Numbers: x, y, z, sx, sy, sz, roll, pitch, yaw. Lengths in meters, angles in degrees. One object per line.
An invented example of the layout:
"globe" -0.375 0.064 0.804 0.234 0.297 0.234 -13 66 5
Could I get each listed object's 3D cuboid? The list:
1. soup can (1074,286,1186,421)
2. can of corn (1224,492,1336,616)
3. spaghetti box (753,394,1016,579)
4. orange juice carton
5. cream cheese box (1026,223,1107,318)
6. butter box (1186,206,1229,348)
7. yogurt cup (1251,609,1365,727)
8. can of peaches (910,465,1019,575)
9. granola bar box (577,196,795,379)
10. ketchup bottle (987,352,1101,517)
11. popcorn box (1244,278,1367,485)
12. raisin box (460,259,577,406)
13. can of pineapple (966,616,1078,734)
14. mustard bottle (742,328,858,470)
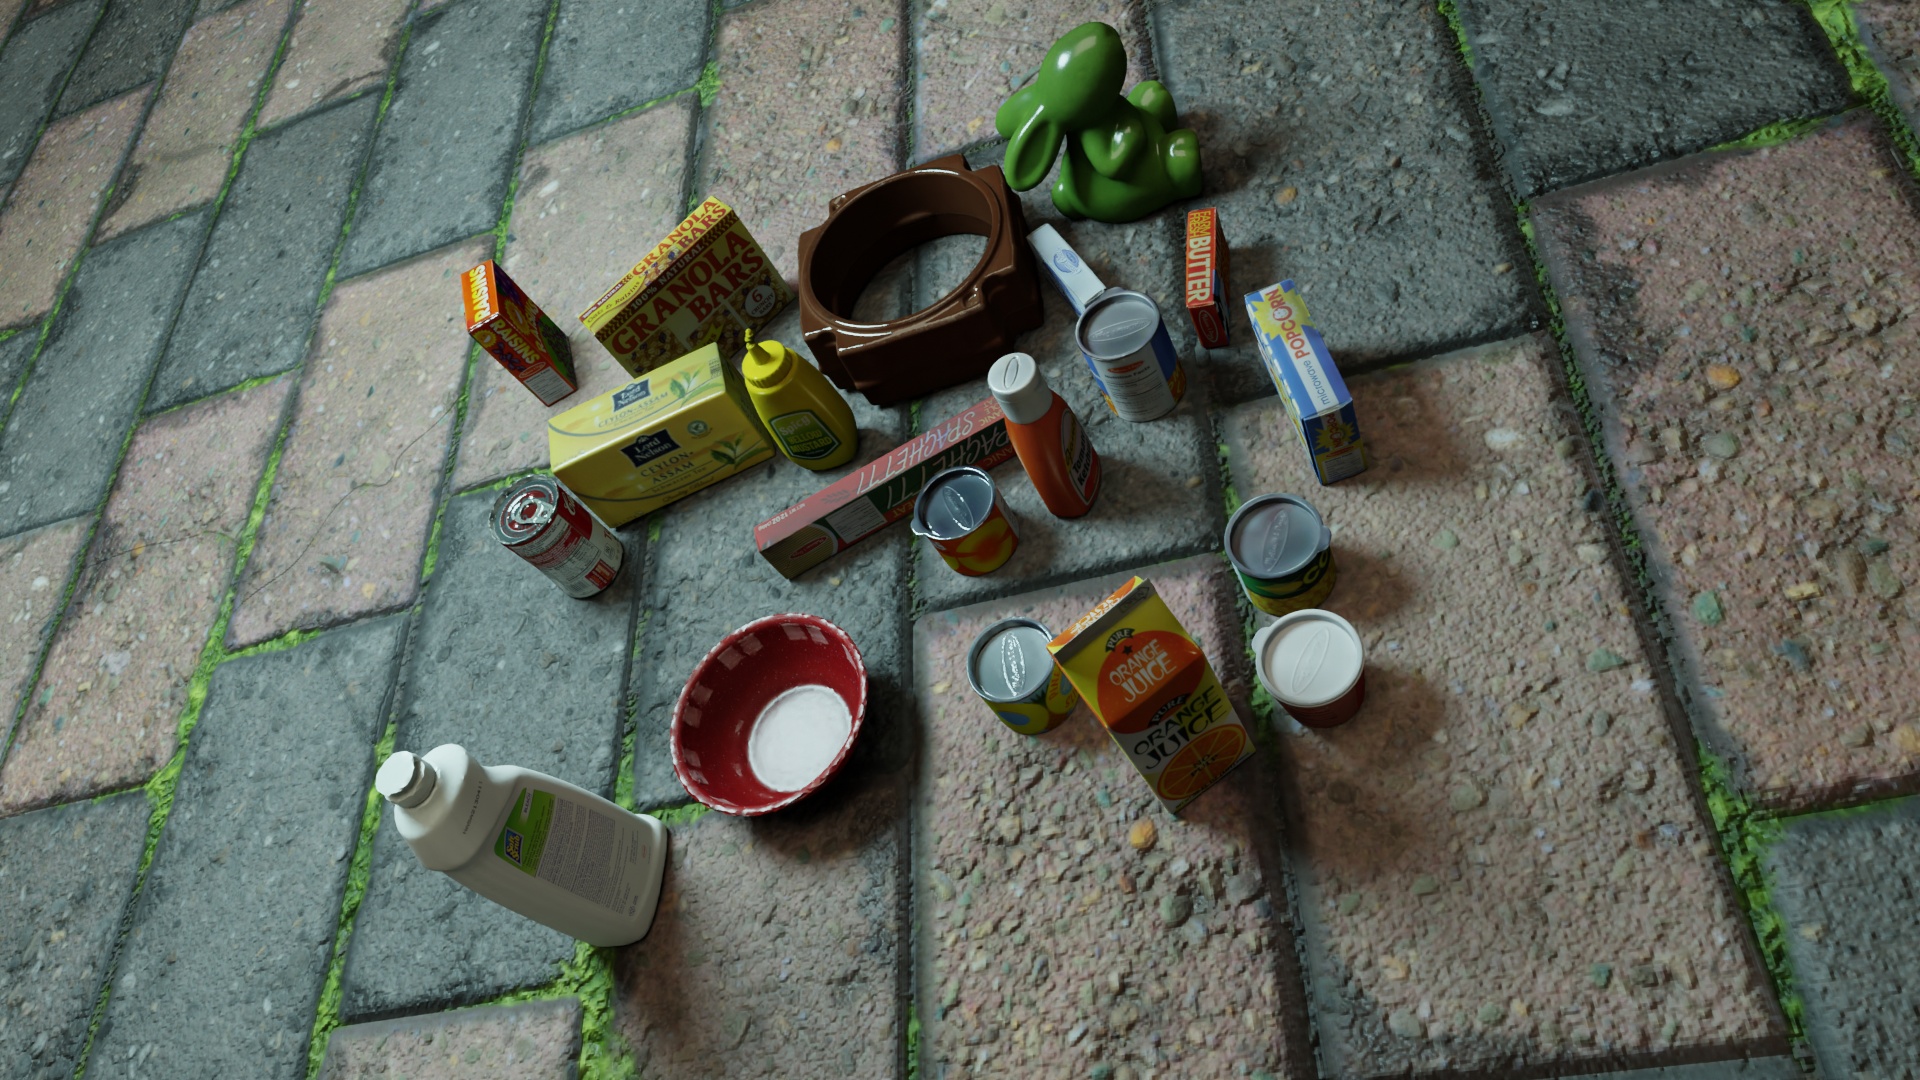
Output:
"soup can" 0.132 -0.143 1.071 0.071 0.083 0.072 -12 55 18
"can of corn" 0.221 0.011 0.946 0.071 0.058 0.071 -12 55 18
"spaghetti box" -0.046 -0.047 1.114 0.250 0.050 0.029 -29 52 6
"orange juice carton" 0.114 0.090 0.858 0.072 0.192 0.073 -37 51 -1
"cream cheese box" 0.095 -0.214 1.155 0.024 0.053 0.104 -34 51 2
"butter box" 0.197 -0.209 1.104 0.024 0.053 0.104 -7 57 22
"yogurt cup" 0.229 0.086 0.896 0.072 0.053 0.073 -12 55 18
"can of peaches" 0.004 -0.013 1.063 0.071 0.058 0.071 -12 55 18
"granola bar box" -0.248 -0.214 1.270 0.166 0.124 0.039 -44 52 -6
"ketchup bottle" 0.062 -0.079 1.021 0.043 0.148 0.065 -1 59 25
"popcorn box" 0.248 -0.114 0.997 0.038 0.085 0.127 -22 53 11
"raisin box" -0.428 -0.200 1.346 0.040 0.123 0.086 -27 52 8
"can of pineapple" 0.046 0.095 0.973 0.071 0.057 0.071 -12 55 18
"mustard bottle" -0.139 -0.117 1.133 0.065 0.159 0.049 -14 55 17
